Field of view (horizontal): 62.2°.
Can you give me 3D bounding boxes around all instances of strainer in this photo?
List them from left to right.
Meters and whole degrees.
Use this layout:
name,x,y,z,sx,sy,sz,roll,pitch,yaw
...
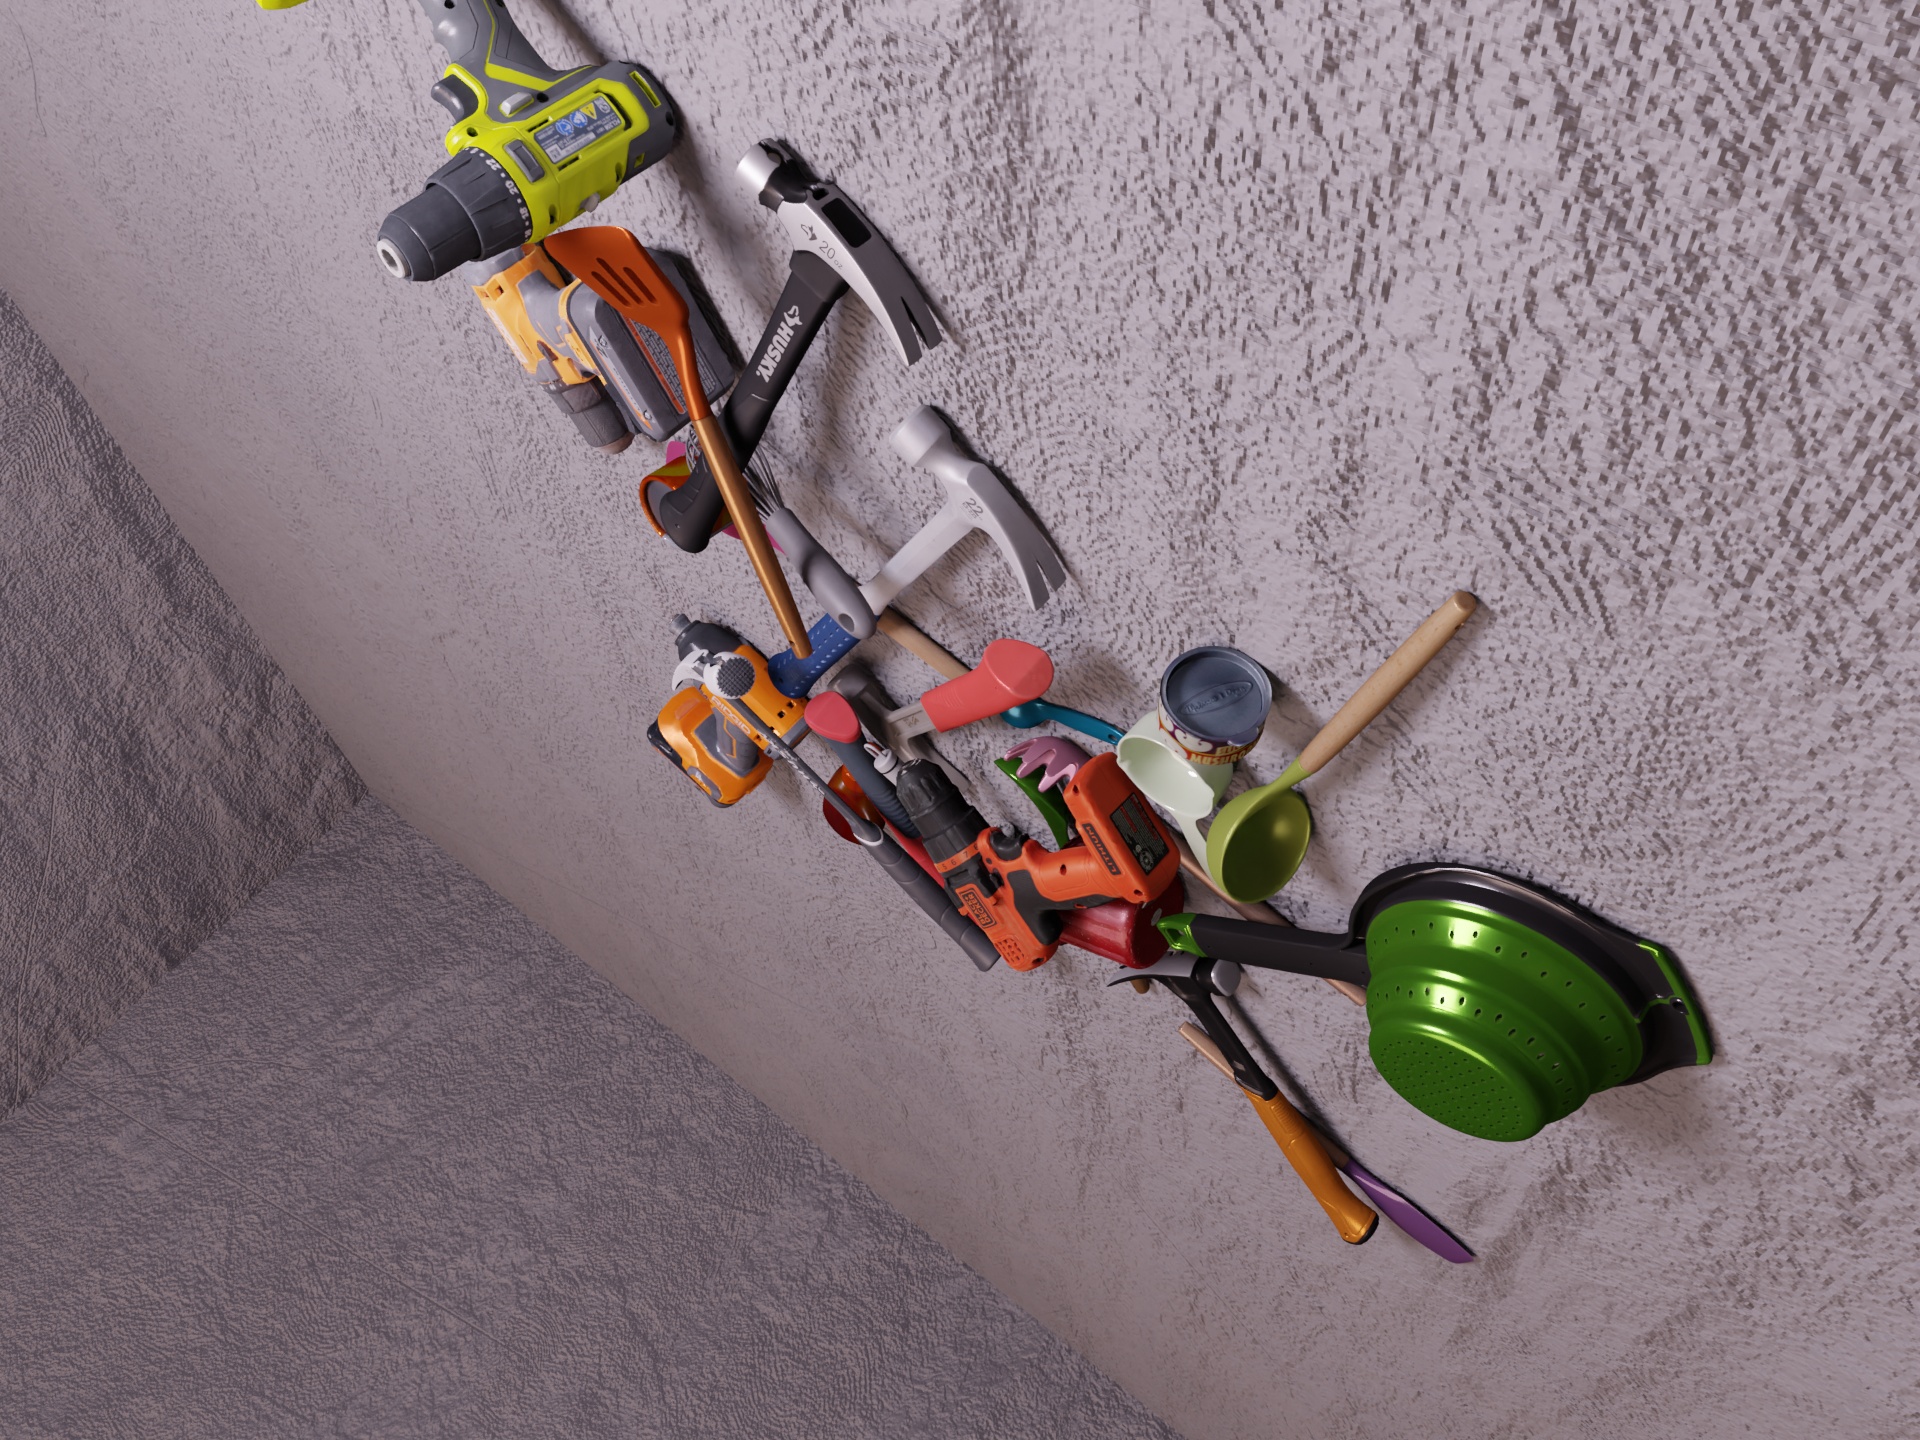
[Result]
name,x,y,z,sx,sy,sz,roll,pitch,yaw
strainer,0.007,0.098,1.321,0.258,0.050,0.087,43,165,-28

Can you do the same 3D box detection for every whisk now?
name,x,y,z,sx,sy,sz,roll,pitch,yaw
whisk,-0.129,-0.138,1.128,0.239,0.055,0.055,50,162,27

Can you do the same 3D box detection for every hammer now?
name,x,y,z,sx,sy,sz,roll,pitch,yaw
hammer,-0.127,-0.203,1.019,0.146,0.035,0.334,44,143,0
hammer,-0.095,0.084,1.365,0.408,0.036,0.149,48,163,-25
hammer,-0.059,-0.086,1.156,0.144,0.035,0.405,46,152,-5
hammer,-0.055,0.096,1.434,0.143,0.038,0.385,25,157,38
hammer,-0.002,-0.004,1.188,0.149,0.037,0.359,45,163,-8
hammer,0.256,0.324,1.353,0.127,0.034,0.336,-11,121,51

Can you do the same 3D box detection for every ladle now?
name,x,y,z,sx,sy,sz,roll,pitch,yaw
ladle,0.220,0.023,0.919,0.062,0.078,0.320,58,155,17

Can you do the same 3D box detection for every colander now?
name,x,y,z,sx,sy,sz,roll,pitch,yaw
colander,0.264,0.187,1.032,0.397,0.094,0.204,2,134,49

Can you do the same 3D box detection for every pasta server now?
name,x,y,z,sx,sy,sz,roll,pitch,yaw
pasta server,0.167,0.110,1.166,0.316,0.040,0.060,39,168,6

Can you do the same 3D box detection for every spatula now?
name,x,y,z,sx,sy,sz,roll,pitch,yaw
spatula,-0.163,-0.170,1.022,0.081,0.041,0.322,7,131,39
spatula,0.316,0.372,1.397,0.316,0.018,0.059,40,155,4

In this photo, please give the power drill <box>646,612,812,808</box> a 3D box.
name,x,y,z,sx,sy,sz,roll,pitch,yaw
power drill,-0.233,-0.012,1.537,0.164,0.084,0.226,44,152,-1

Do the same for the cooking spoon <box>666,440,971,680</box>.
name,x,y,z,sx,sy,sz,roll,pitch,yaw
cooking spoon,-0.110,-0.119,1.238,0.319,0.017,0.068,38,145,12

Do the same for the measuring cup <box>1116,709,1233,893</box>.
name,x,y,z,sx,sy,sz,roll,pitch,yaw
measuring cup,0.164,0.056,1.084,0.083,0.038,0.167,17,148,45

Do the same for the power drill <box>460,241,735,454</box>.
name,x,y,z,sx,sy,sz,roll,pitch,yaw
power drill,-0.257,-0.262,1.155,0.226,0.084,0.185,23,150,47

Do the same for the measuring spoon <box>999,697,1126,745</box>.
name,x,y,z,sx,sy,sz,roll,pitch,yaw
measuring spoon,0.070,0.003,1.154,0.129,0.021,0.042,21,149,43

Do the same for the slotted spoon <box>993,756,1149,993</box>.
name,x,y,z,sx,sy,sz,roll,pitch,yaw
slotted spoon,0.103,0.133,1.318,0.070,0.031,0.313,37,162,48

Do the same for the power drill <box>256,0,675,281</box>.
name,x,y,z,sx,sy,sz,roll,pitch,yaw
power drill,-0.300,-0.373,0.903,0.228,0.190,0.080,52,153,-9
